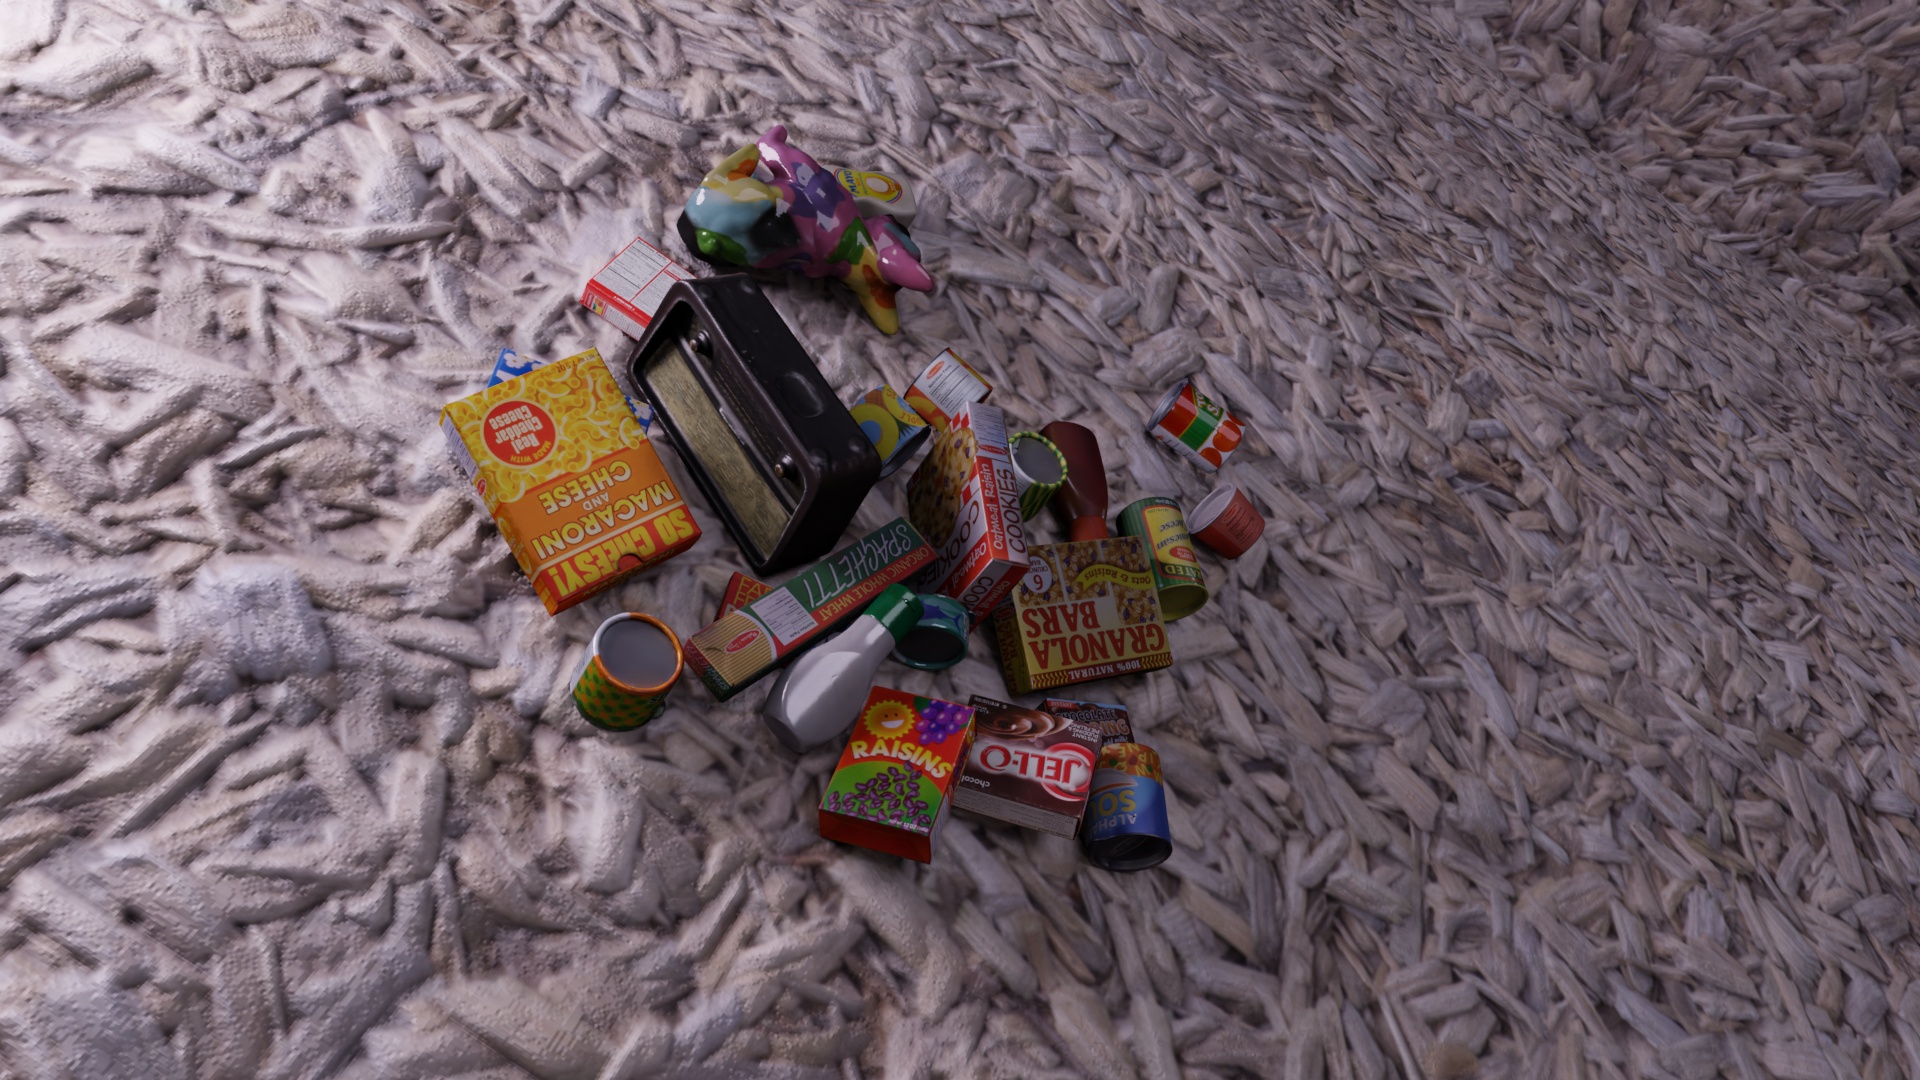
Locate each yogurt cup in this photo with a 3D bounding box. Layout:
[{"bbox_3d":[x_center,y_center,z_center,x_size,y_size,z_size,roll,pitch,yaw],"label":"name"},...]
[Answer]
[{"bbox_3d":[0.272,-0.018,1.411,0.054,0.072,0.073,42,43,-10],"label":"yogurt cup"}]

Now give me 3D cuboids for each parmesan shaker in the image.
[{"bbox_3d":[0.189,0.017,1.324,0.071,0.071,0.103,9,51,-29],"label":"parmesan shaker"}]

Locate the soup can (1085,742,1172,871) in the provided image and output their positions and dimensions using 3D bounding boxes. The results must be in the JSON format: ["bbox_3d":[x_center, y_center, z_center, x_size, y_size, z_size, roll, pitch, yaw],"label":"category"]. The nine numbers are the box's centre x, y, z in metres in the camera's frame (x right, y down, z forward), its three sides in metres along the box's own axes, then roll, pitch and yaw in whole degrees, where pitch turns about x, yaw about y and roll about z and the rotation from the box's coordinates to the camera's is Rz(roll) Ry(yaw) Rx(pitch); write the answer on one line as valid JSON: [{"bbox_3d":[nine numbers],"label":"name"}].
[{"bbox_3d":[0.131,0.215,1.124,0.071,0.071,0.084,17,48,-23],"label":"soup can"}]

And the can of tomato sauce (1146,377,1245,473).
[{"bbox_3d":[0.252,-0.122,1.477,0.083,0.071,0.071,35,44,-6],"label":"can of tomato sauce"}]

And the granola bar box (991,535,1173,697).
[{"bbox_3d":[0.103,0.064,1.223,0.166,0.039,0.124,-5,78,-36],"label":"granola bar box"}]

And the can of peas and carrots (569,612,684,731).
[{"bbox_3d":[-0.233,0.094,0.981,0.071,0.058,0.071,18,48,-21],"label":"can of peas and carrots"}]

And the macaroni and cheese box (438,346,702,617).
[{"bbox_3d":[-0.287,-0.045,1.027,0.124,0.040,0.166,-29,87,-31],"label":"macaroni and cheese box"}]

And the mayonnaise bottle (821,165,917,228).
[{"bbox_3d":[-0.119,-0.358,1.437,0.148,0.041,0.065,0,58,-35],"label":"mayonnaise bottle"}]

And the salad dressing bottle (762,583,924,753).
[{"bbox_3d":[-0.086,0.094,1.058,0.064,0.044,0.148,50,62,-13],"label":"salad dressing bottle"}]

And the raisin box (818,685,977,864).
[{"bbox_3d":[-0.044,0.172,1.035,0.086,0.039,0.124,11,44,12],"label":"raisin box"}]

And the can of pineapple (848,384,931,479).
[{"bbox_3d":[-0.068,-0.099,1.242,0.058,0.070,0.071,46,44,6],"label":"can of pineapple"}]

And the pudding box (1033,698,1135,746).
[{"bbox_3d":[0.105,0.164,1.174,0.084,0.030,0.050,10,50,-28],"label":"pudding box"}]

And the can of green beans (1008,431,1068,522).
[{"bbox_3d":[0.059,-0.060,1.304,0.071,0.057,0.071,19,47,-21],"label":"can of green beans"}]

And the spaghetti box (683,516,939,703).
[{"bbox_3d":[-0.110,0.048,1.086,0.050,0.028,0.251,48,43,9],"label":"spaghetti box"}]

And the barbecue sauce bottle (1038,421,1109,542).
[{"bbox_3d":[0.115,-0.044,1.340,0.065,0.043,0.149,14,49,-32],"label":"barbecue sauce bottle"}]

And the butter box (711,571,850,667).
[{"bbox_3d":[-0.141,0.069,1.089,0.103,0.024,0.053,26,45,-15],"label":"butter box"}]

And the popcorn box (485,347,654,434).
[{"bbox_3d":[-0.312,-0.088,1.090,0.127,0.038,0.085,22,48,-19],"label":"popcorn box"}]

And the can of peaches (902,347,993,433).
[{"bbox_3d":[-0.011,-0.139,1.317,0.058,0.071,0.071,42,43,2],"label":"can of peaches"}]

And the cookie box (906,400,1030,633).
[{"bbox_3d":[0.004,-0.015,1.183,0.040,0.122,0.168,12,50,-26],"label":"cookie box"}]

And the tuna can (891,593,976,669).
[{"bbox_3d":[-0.023,0.075,1.132,0.071,0.070,0.033,20,49,-20],"label":"tuna can"}]
